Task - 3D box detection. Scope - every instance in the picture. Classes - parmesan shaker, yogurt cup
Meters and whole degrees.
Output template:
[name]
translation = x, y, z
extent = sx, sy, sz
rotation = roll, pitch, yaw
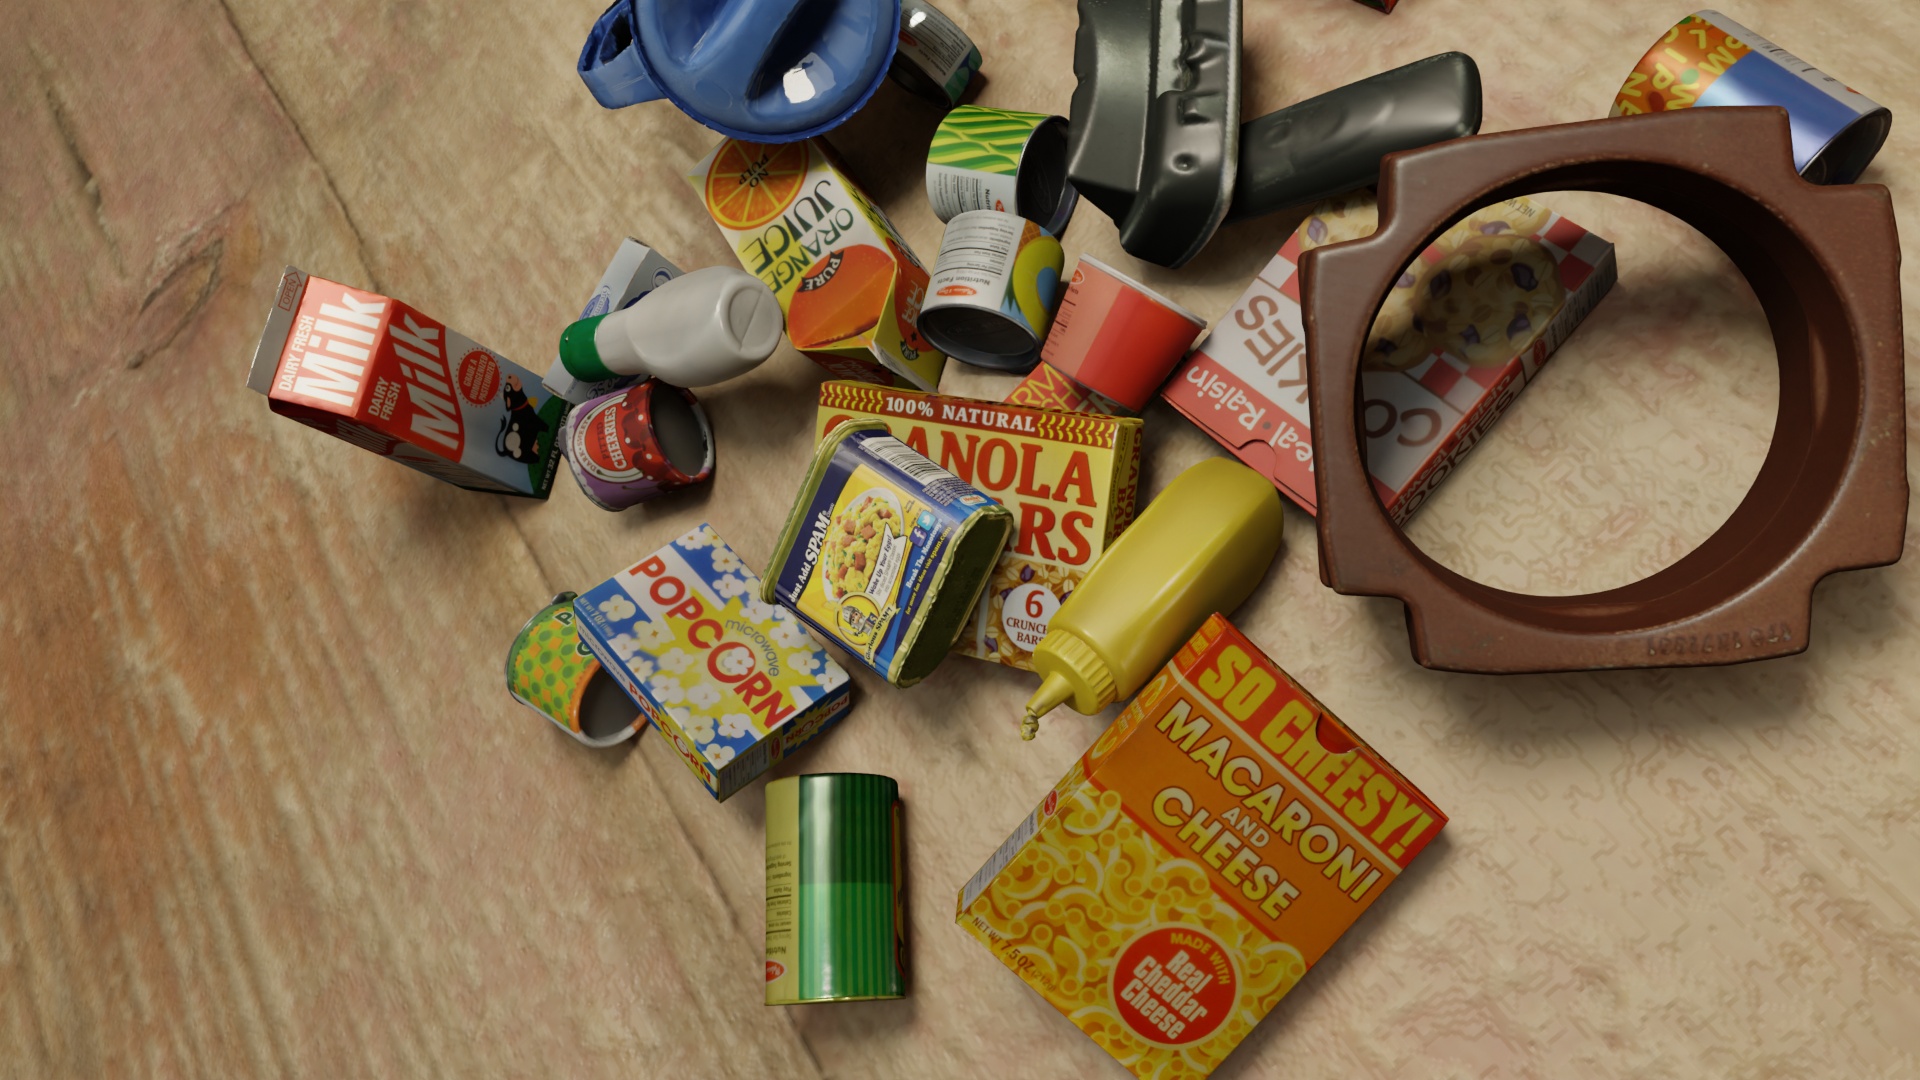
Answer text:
[parmesan shaker]
translation = -0.059, 0.167, 0.663
extent = 0.071, 0.071, 0.103
rotation = -11, 69, 23
[yogurt cup]
translation = 0.074, -0.096, 0.654
extent = 0.072, 0.072, 0.054
rotation = 36, 103, 30

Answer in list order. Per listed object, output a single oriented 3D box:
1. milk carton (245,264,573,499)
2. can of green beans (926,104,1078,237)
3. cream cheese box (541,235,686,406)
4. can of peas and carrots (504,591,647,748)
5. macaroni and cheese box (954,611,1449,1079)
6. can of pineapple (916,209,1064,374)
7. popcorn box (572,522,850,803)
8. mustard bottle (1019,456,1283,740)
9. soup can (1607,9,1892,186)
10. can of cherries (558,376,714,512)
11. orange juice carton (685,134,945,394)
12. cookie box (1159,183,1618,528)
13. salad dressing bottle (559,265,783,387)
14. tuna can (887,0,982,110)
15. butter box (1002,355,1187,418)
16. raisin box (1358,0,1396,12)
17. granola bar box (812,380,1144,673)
[milk carton]
translation = -0.320, -0.087, 0.802
extent = 0.073, 0.190, 0.072
rotation = 7, 78, 28
[can of green beans]
translation = 0.023, -0.195, 0.737
extent = 0.058, 0.071, 0.071
rotation = 18, 83, 30
[cream cheese box]
translation = -0.203, -0.125, 0.835
extent = 0.024, 0.053, 0.104
rotation = 28, 88, 30
[can of peas and carrots]
translation = -0.205, 0.071, 0.767
extent = 0.059, 0.071, 0.071
rotation = 24, 86, 29
[macaroni and cheese box]
translation = 0.099, 0.133, 0.580
extent = 0.123, 0.040, 0.166
rotation = 41, 96, -3
[can of pineapple]
translation = 0.017, -0.128, 0.718
extent = 0.071, 0.071, 0.058
rotation = 5, 69, 28
[popcorn box]
translation = -0.129, 0.060, 0.717
extent = 0.085, 0.038, 0.127
rotation = -33, 65, -29
[mustard bottle]
translation = 0.078, 0.030, 0.610
extent = 0.049, 0.065, 0.161
rotation = 32, 61, 35
[soup can]
translation = 0.324, -0.170, 0.580
extent = 0.071, 0.071, 0.084
rotation = -45, 60, 8
[can of cherries]
translation = -0.184, -0.056, 0.794
extent = 0.058, 0.071, 0.071
rotation = -16, 68, 21
[orange juice carton]
translation = -0.069, -0.151, 0.766
extent = 0.073, 0.071, 0.193
rotation = -39, 61, 12
[cookie box]
translation = 0.192, -0.093, 0.636
extent = 0.167, 0.040, 0.123
rotation = -50, 60, 5
[salad dressing bottle]
translation = -0.160, -0.111, 0.749
extent = 0.147, 0.044, 0.064
rotation = -2, 63, 41
[tuna can]
translation = -0.023, -0.278, 0.788
extent = 0.071, 0.071, 0.033
rotation = 36, 92, 30
[butter box]
translation = 0.060, -0.071, 0.704
extent = 0.103, 0.024, 0.053
rotation = -45, 61, 7
[raisin box]
translation = 0.164, -0.321, 0.695
extent = 0.123, 0.086, 0.040
rotation = 38, 98, 30
[granola bar box]
translation = 0.002, -0.009, 0.685
extent = 0.165, 0.039, 0.124
rotation = 11, 99, 29
